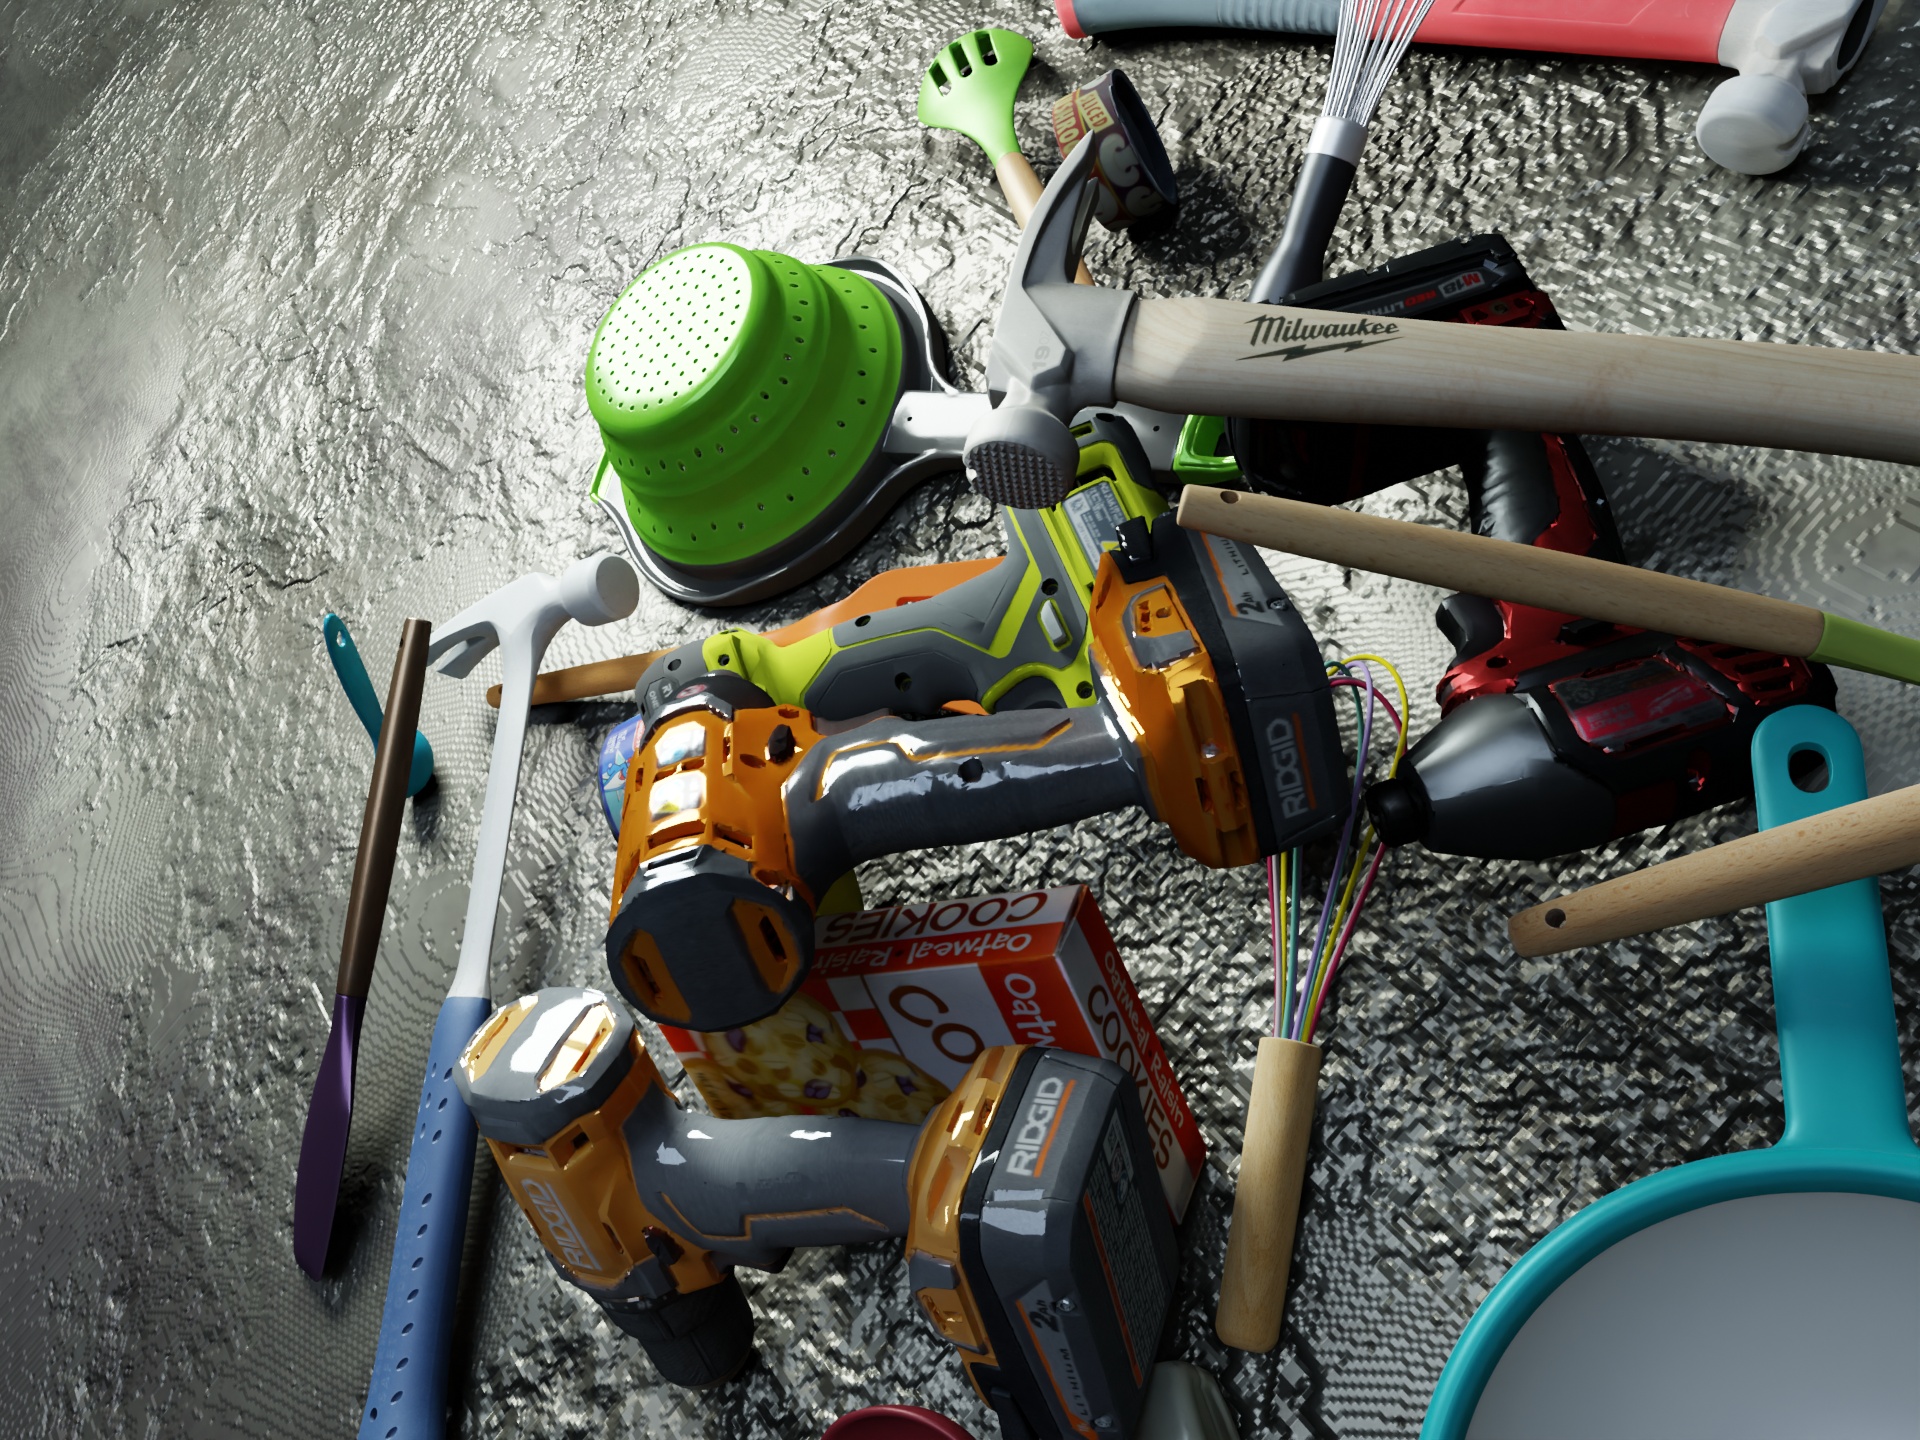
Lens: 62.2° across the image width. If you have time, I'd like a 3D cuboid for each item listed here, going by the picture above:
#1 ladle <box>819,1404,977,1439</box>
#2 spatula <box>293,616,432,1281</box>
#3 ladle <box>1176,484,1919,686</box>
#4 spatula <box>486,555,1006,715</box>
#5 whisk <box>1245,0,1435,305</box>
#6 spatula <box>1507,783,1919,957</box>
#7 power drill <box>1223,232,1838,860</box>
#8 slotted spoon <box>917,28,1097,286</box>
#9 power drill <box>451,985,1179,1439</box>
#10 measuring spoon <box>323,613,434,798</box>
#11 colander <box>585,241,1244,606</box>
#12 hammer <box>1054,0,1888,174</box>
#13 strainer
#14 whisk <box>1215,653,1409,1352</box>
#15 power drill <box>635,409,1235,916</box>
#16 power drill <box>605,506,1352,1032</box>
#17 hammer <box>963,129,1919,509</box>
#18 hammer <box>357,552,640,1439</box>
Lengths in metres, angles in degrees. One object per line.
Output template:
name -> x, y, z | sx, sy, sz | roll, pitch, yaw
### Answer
ladle -> -0.085, 0.332, 0.532 | 0.069, 0.031, 0.315 | 44, 109, 14
spatula -> -0.290, 0.106, 0.767 | 0.060, 0.018, 0.316 | 5, 85, 51
ladle -> 0.223, -0.039, 0.456 | 0.320, 0.062, 0.078 | 12, 46, 5
spatula -> -0.111, -0.026, 0.765 | 0.323, 0.041, 0.081 | -7, 64, 34
whisk -> 0.166, -0.268, 0.651 | 0.070, 0.070, 0.284 | 25, 102, 38
spatula -> 0.292, 0.013, 0.384 | 0.317, 0.044, 0.082 | -22, 57, 27
power drill -> 0.175, -0.055, 0.544 | 0.143, 0.078, 0.220 | -18, 58, -2
slotted spoon -> 0.032, -0.252, 0.755 | 0.070, 0.031, 0.314 | -29, 48, 13
power drill -> -0.046, 0.180, 0.540 | 0.226, 0.185, 0.084 | 1, 37, 24
measuring spoon -> -0.294, -0.007, 0.813 | 0.021, 0.128, 0.042 | 1, 48, 5
colander -> -0.051, -0.156, 0.743 | 0.397, 0.094, 0.204 | 10, 73, 35
hammer -> 0.201, -0.332, 0.708 | 0.387, 0.038, 0.143 | 25, 81, 38
strainer -> 0.231, 0.164, 0.415 | 0.211, 0.095, 0.341 | -2, 60, 22
whisk -> 0.120, 0.090, 0.550 | 0.047, 0.051, 0.245 | 5, 73, 28
power drill -> -0.001, -0.002, 0.630 | 0.223, 0.080, 0.171 | -26, 71, 8
power drill -> -0.004, 0.005, 0.530 | 0.226, 0.084, 0.164 | -17, 32, 2
hammer -> 0.214, -0.114, 0.508 | 0.411, 0.038, 0.146 | 8, 63, 13
hammer -> -0.231, 0.121, 0.744 | 0.144, 0.035, 0.406 | -12, 65, 35
